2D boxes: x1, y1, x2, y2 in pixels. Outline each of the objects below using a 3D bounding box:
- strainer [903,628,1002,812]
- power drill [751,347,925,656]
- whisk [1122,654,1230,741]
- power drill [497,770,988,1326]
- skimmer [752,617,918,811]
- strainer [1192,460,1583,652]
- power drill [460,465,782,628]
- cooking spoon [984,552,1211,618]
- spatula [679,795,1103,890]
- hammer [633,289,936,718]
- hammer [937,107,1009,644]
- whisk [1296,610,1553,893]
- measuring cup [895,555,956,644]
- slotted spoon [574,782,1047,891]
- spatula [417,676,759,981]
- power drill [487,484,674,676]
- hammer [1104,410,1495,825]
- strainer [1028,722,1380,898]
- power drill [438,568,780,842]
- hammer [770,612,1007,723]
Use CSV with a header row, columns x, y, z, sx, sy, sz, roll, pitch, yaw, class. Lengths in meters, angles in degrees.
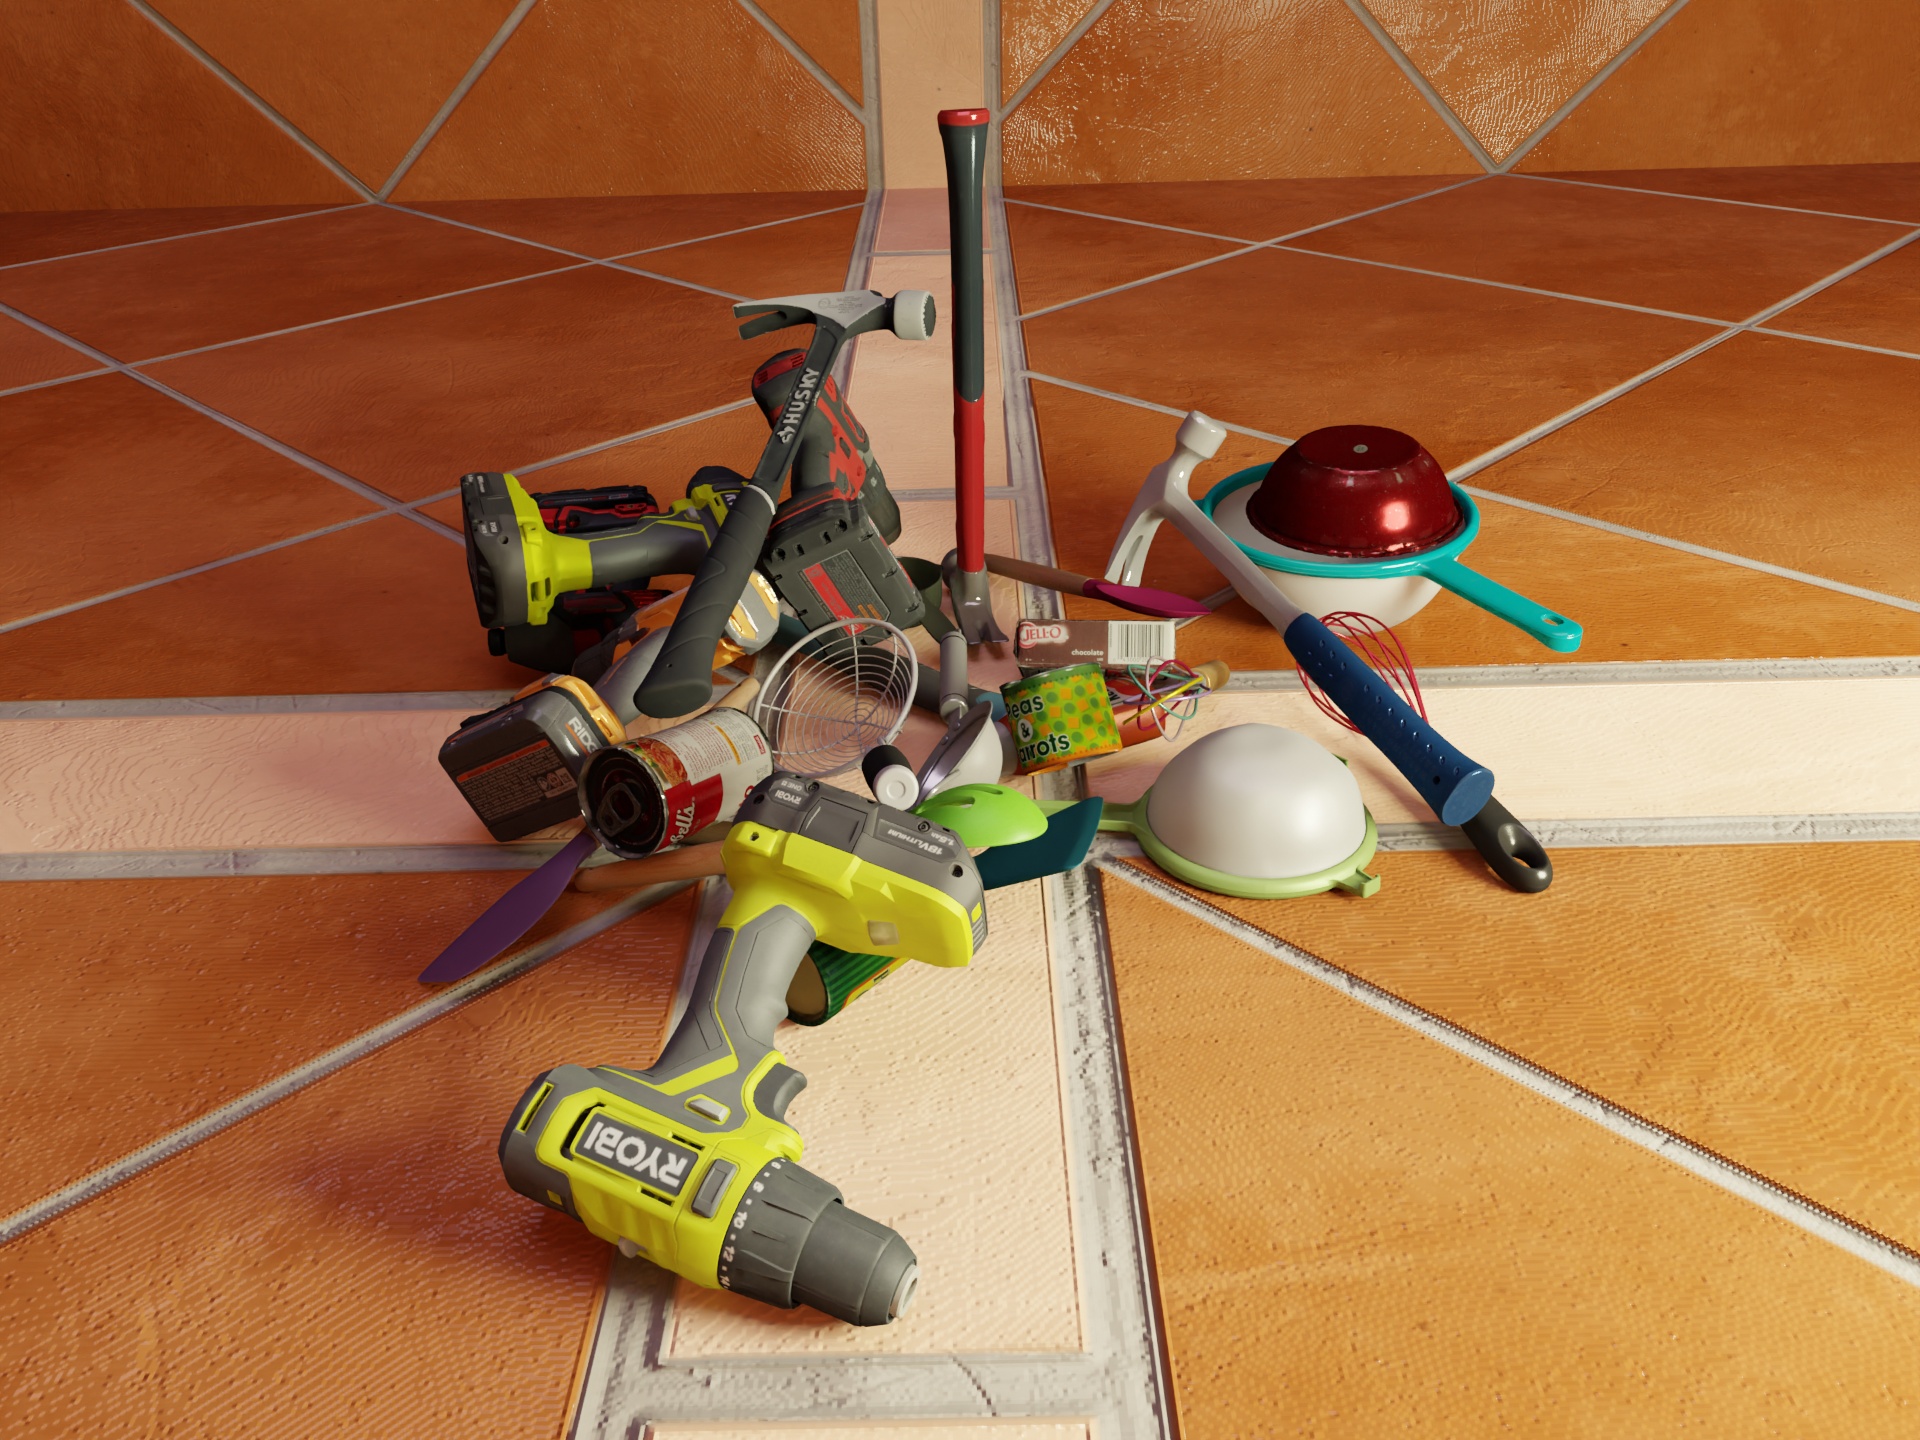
x,y,z,sx,sy,sz,roll,pitch,yaw,class
-0.002,-0.003,1.016,0.050,0.087,0.259,35,22,-17,strainer
-0.087,-0.152,1.196,0.080,0.187,0.227,-23,45,11,power drill
0.148,-0.022,1.057,0.051,0.047,0.245,32,14,12,whisk
-0.075,0.150,0.734,0.190,0.080,0.229,18,58,17,power drill
-0.070,-0.003,0.946,0.127,0.090,0.363,-41,8,-1,skimmer
0.326,-0.098,1.202,0.211,0.095,0.341,-19,36,-24,strainer
-0.254,-0.140,1.195,0.223,0.080,0.171,-7,37,-20,power drill
0.088,-0.105,1.228,0.068,0.017,0.319,0,12,-27,cooking spoon
-0.073,0.069,0.973,0.317,0.044,0.082,5,29,14,spatula
-0.135,-0.163,1.069,0.149,0.036,0.409,5,51,14,hammer
0.008,-0.248,1.182,0.038,0.386,0.143,-5,29,-7,hammer
0.299,0.014,1.043,0.073,0.073,0.296,-9,37,-13,whisk
-0.035,-0.080,1.244,0.083,0.038,0.168,-13,33,-19,measuring cup
-0.096,0.070,0.885,0.314,0.031,0.070,-11,10,29,slotted spoon
-0.214,0.060,0.986,0.060,0.018,0.316,-8,28,36,spatula
-0.300,-0.107,1.270,0.143,0.078,0.220,-7,33,-9,power drill
0.223,-0.064,1.095,0.035,0.144,0.406,15,27,-35,hammer
0.131,0.039,0.987,0.256,0.069,0.152,2,30,4,strainer
-0.242,-0.013,1.062,0.185,0.084,0.226,-19,20,37,power drill
-0.083,-0.049,1.194,0.331,0.033,0.128,22,36,36,hammer
